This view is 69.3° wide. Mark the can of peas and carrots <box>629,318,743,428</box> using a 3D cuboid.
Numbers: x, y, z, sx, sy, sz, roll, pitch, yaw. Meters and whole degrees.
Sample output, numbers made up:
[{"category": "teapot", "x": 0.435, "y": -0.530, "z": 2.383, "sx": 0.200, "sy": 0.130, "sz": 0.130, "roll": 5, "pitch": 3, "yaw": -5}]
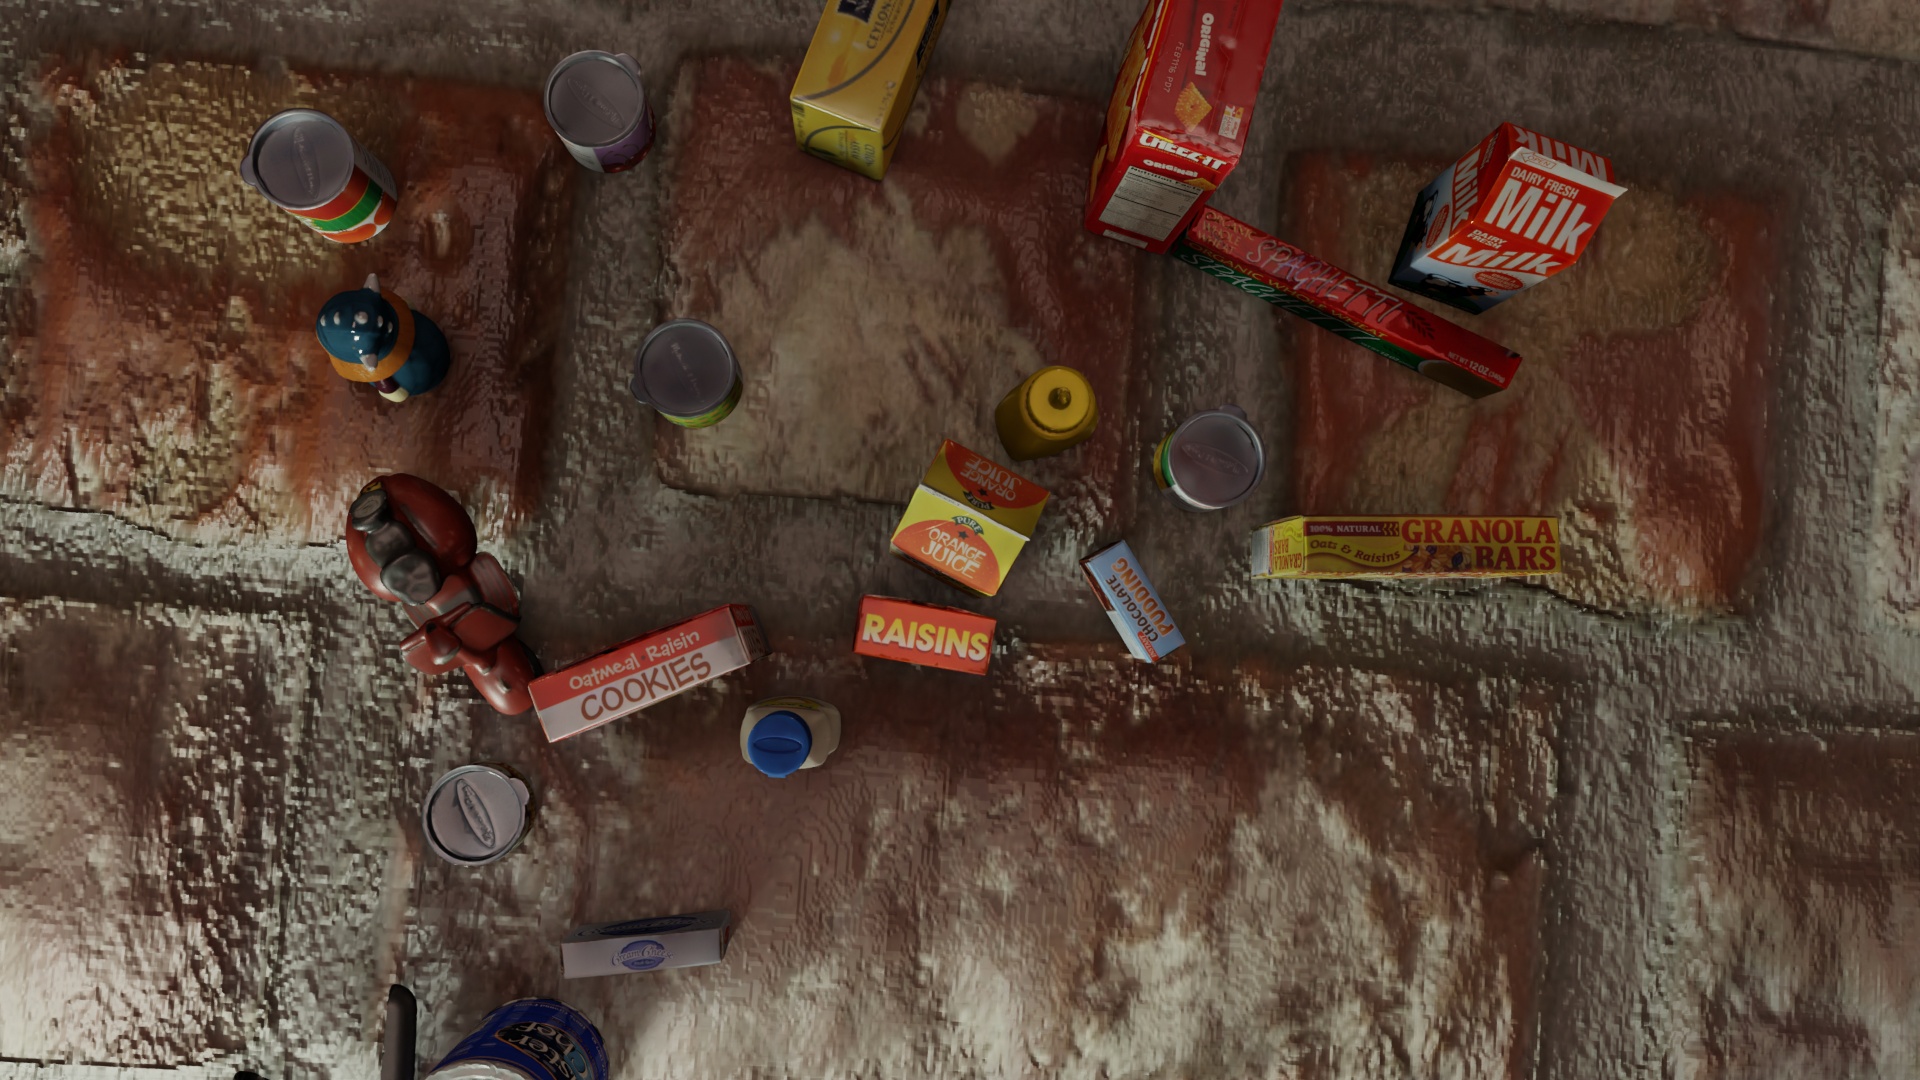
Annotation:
[{"category": "can of peas and carrots", "x": -0.184, "y": -0.110, "z": 0.935, "sx": 0.071, "sy": 0.058, "sz": 0.071, "roll": 0, "pitch": 86, "yaw": -3}]

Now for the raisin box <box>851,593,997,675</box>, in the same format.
[{"category": "raisin box", "x": -0.025, "y": 0.061, "z": 0.901, "sx": 0.086, "sy": 0.123, "sz": 0.040, "roll": 11, "pitch": 86, "yaw": -3}]

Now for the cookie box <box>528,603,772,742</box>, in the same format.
[{"category": "cookie box", "x": -0.187, "y": 0.079, "z": 0.868, "sx": 0.123, "sy": 0.167, "sz": 0.040, "roll": -22, "pitch": 88, "yaw": -4}]

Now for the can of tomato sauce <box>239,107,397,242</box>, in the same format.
[{"category": "can of tomato sauce", "x": -0.421, "y": -0.238, "z": 0.917, "sx": 0.071, "sy": 0.083, "sz": 0.071, "roll": 0, "pitch": 86, "yaw": -3}]

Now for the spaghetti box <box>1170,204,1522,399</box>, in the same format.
[{"category": "spaghetti box", "x": 0.266, "y": -0.166, "z": 0.971, "sx": 0.250, "sy": 0.050, "sz": 0.028, "roll": 25, "pitch": 86, "yaw": -2}]

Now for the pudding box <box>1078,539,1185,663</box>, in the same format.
[{"category": "pudding box", "x": 0.116, "y": 0.042, "z": 0.948, "sx": 0.030, "sy": 0.049, "sz": 0.083, "roll": -31, "pitch": 89, "yaw": -5}]

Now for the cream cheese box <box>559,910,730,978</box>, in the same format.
[{"category": "cream cheese box", "x": -0.205, "y": 0.264, "z": 0.911, "sx": 0.104, "sy": 0.053, "sz": 0.024, "roll": -5, "pitch": 87, "yaw": -4}]

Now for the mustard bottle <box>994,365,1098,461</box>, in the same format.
[{"category": "mustard bottle", "x": 0.059, "y": -0.084, "z": 0.898, "sx": 0.065, "sy": 0.160, "sz": 0.049, "roll": -19, "pitch": 88, "yaw": -4}]

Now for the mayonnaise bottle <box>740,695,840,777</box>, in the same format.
[{"category": "mayonnaise bottle", "x": -0.110, "y": 0.123, "z": 0.879, "sx": 0.065, "sy": 0.148, "sz": 0.041, "roll": 3, "pitch": 87, "yaw": -3}]

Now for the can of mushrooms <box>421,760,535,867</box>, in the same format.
[{"category": "can of mushrooms", "x": -0.316, "y": 0.179, "z": 0.920, "sx": 0.071, "sy": 0.033, "sz": 0.071, "roll": 0, "pitch": 86, "yaw": -3}]

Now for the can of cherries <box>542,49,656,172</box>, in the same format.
[{"category": "can of cherries", "x": -0.241, "y": -0.292, "z": 0.944, "sx": 0.071, "sy": 0.058, "sz": 0.071, "roll": 0, "pitch": 86, "yaw": -3}]

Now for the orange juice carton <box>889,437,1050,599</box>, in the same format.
[{"category": "orange juice carton", "x": 0.003, "y": -0.011, "z": 0.873, "sx": 0.072, "sy": 0.192, "sz": 0.073, "roll": 28, "pitch": 86, "yaw": -1}]

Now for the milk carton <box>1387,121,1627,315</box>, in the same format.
[{"category": "milk carton", "x": 0.355, "y": -0.212, "z": 0.909, "sx": 0.072, "sy": 0.190, "sz": 0.073, "roll": 20, "pitch": 86, "yaw": -2}]

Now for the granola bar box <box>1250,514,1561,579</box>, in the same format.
[{"category": "granola bar box", "x": 0.290, "y": 0.005, "z": 0.924, "sx": 0.166, "sy": 0.124, "sz": 0.039, "roll": 0, "pitch": 87, "yaw": -3}]

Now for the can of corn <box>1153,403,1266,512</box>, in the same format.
[{"category": "can of corn", "x": 0.171, "y": -0.056, "z": 0.954, "sx": 0.071, "sy": 0.058, "sz": 0.071, "roll": 0, "pitch": 86, "yaw": -3}]
